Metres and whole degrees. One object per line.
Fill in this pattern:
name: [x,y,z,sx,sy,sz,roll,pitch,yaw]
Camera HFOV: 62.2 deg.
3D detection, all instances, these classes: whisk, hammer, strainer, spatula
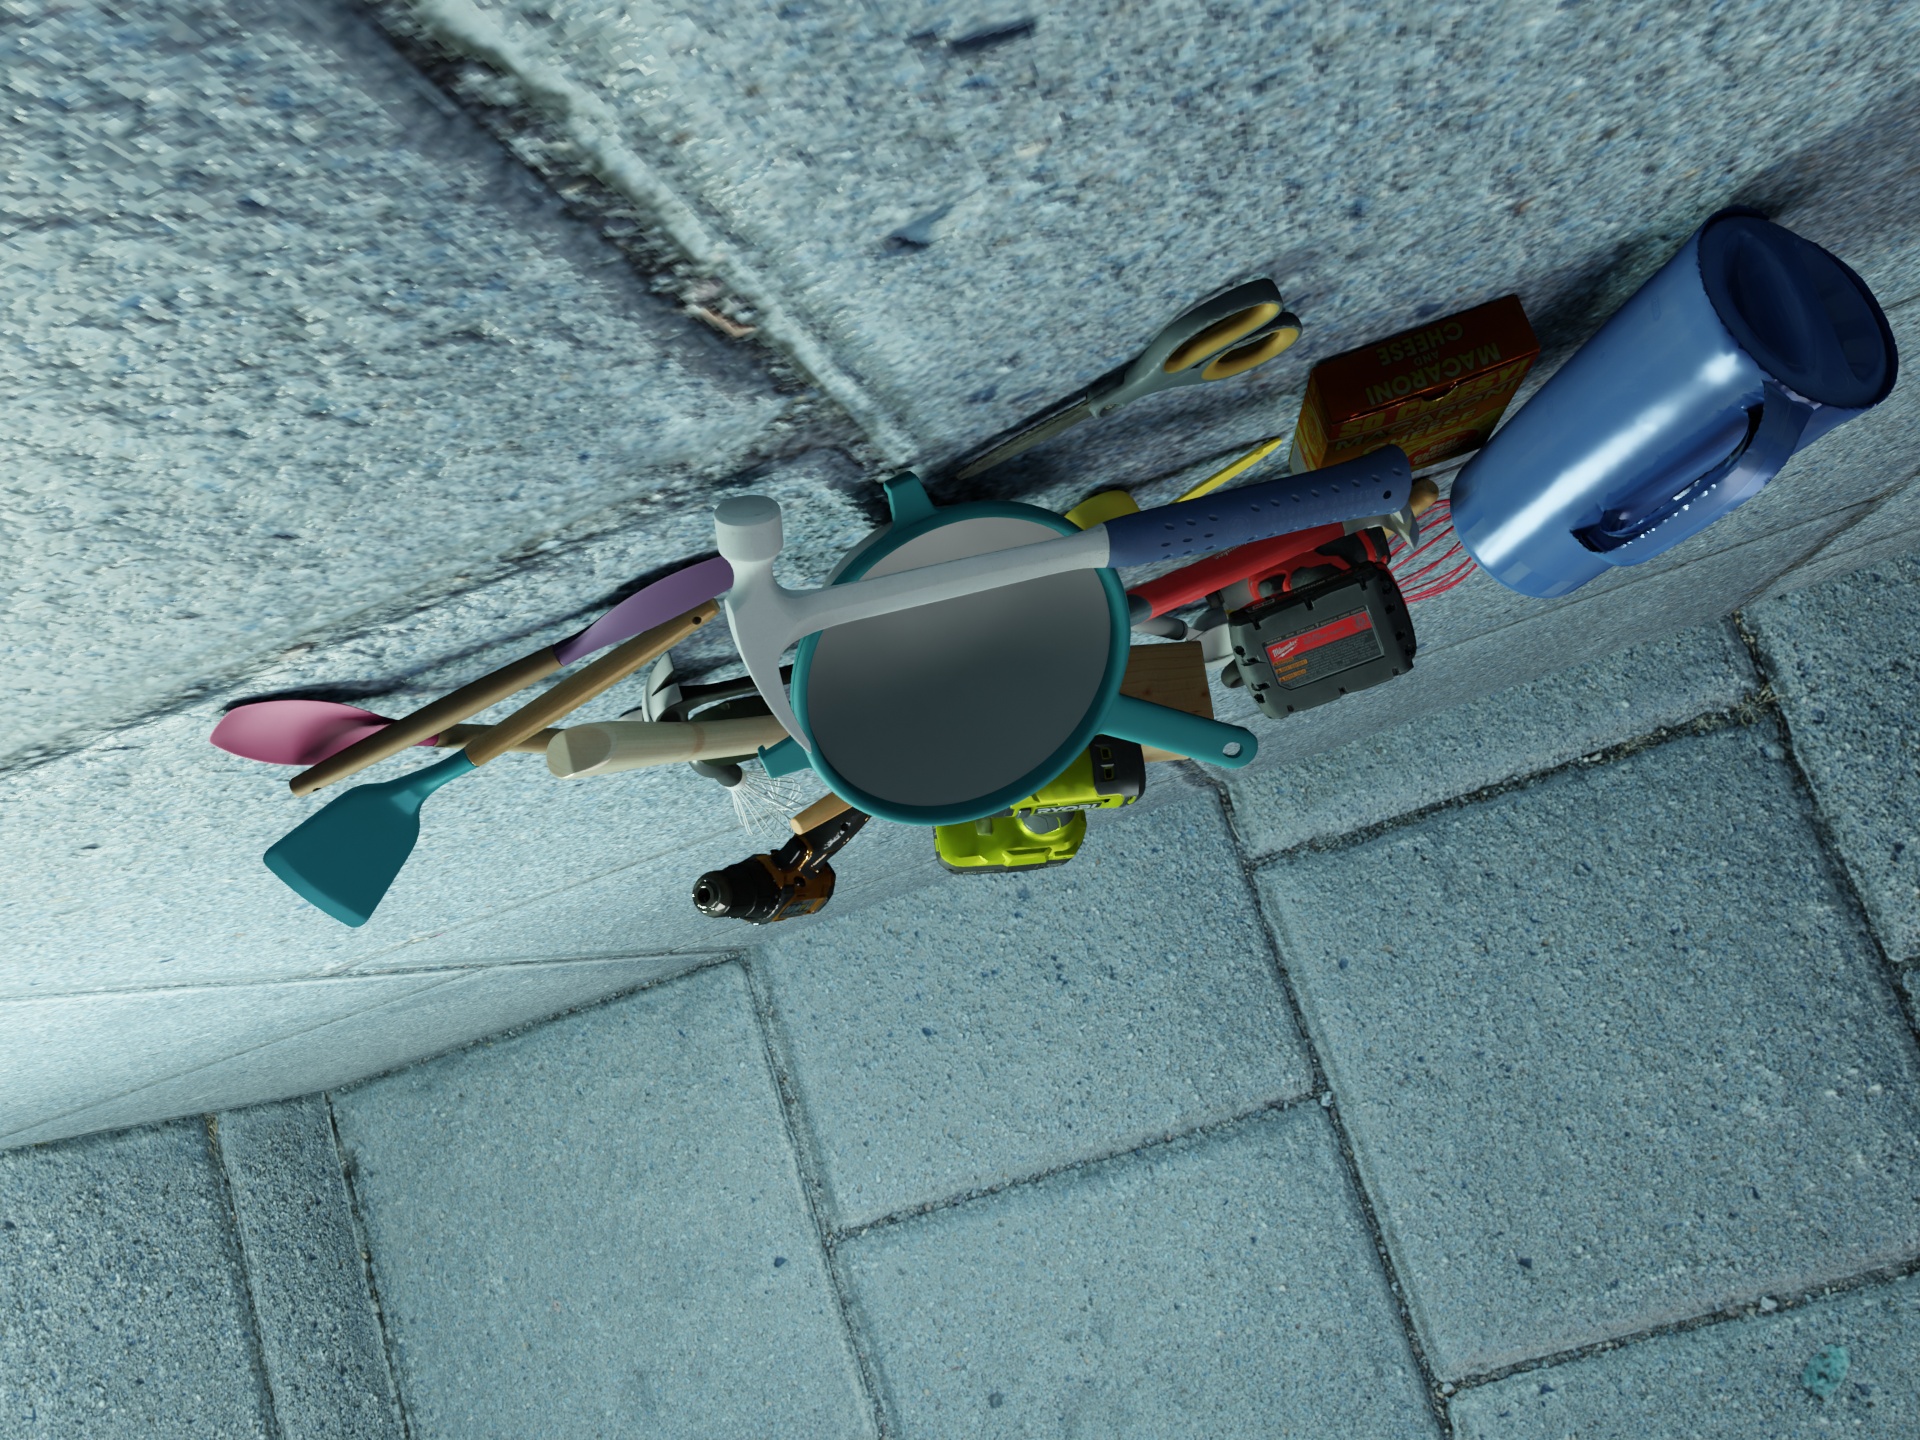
whisk: [0.303,-0.125,1.312,0.047,0.051,0.245,10,151,-26]
whisk: [-0.195,0.058,1.430,0.070,0.070,0.284,-18,165,3]
hammer: [0.121,-0.075,1.093,0.386,0.038,0.143,-23,-164,9]
hammer: [-0.130,0.010,1.165,0.146,0.038,0.410,-22,170,39]
strainer: [0.195,-0.081,1.398,0.087,0.050,0.258,-33,157,30]
hammer: [0.069,-0.090,0.884,0.405,0.035,0.144,-14,124,-17]
strainer: [0.041,-0.034,0.989,0.340,0.095,0.211,15,112,-33]
spatula: [-0.258,-0.028,0.930,0.316,0.018,0.059,-26,167,8]
spatula: [-0.002,-0.004,1.166,0.322,0.041,0.081,-31,-160,-36]
whisk: [0.334,-0.101,1.370,0.073,0.073,0.296,-7,158,-45]
spatula: [-0.278,0.017,0.978,0.317,0.044,0.082,-32,127,10]
hammer: [-0.061,-0.050,1.149,0.337,0.034,0.127,-14,170,-18]

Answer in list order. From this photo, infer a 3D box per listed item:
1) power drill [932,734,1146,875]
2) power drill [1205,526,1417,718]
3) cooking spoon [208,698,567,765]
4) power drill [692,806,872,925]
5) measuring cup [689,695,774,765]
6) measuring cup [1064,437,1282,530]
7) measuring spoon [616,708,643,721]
power drill: [0.045,0.067,1.314,0.171,0.080,0.223,-5,164,-8]
power drill: [0.246,-0.089,1.150,0.143,0.078,0.220,-20,-160,15]
cooking spoon: [-0.312,0.010,1.010,0.318,0.017,0.068,5,144,-49]
power drill: [-0.134,0.099,1.447,0.226,0.084,0.185,-48,160,16]
measuring cup: [-0.218,0.025,1.257,0.167,0.038,0.083,-19,170,-5]
measuring cup: [0.131,-0.148,1.013,0.156,0.029,0.062,-30,169,1]
measuring spoon: [-0.194,-0.009,1.182,0.124,0.018,0.034,-17,169,-7]
